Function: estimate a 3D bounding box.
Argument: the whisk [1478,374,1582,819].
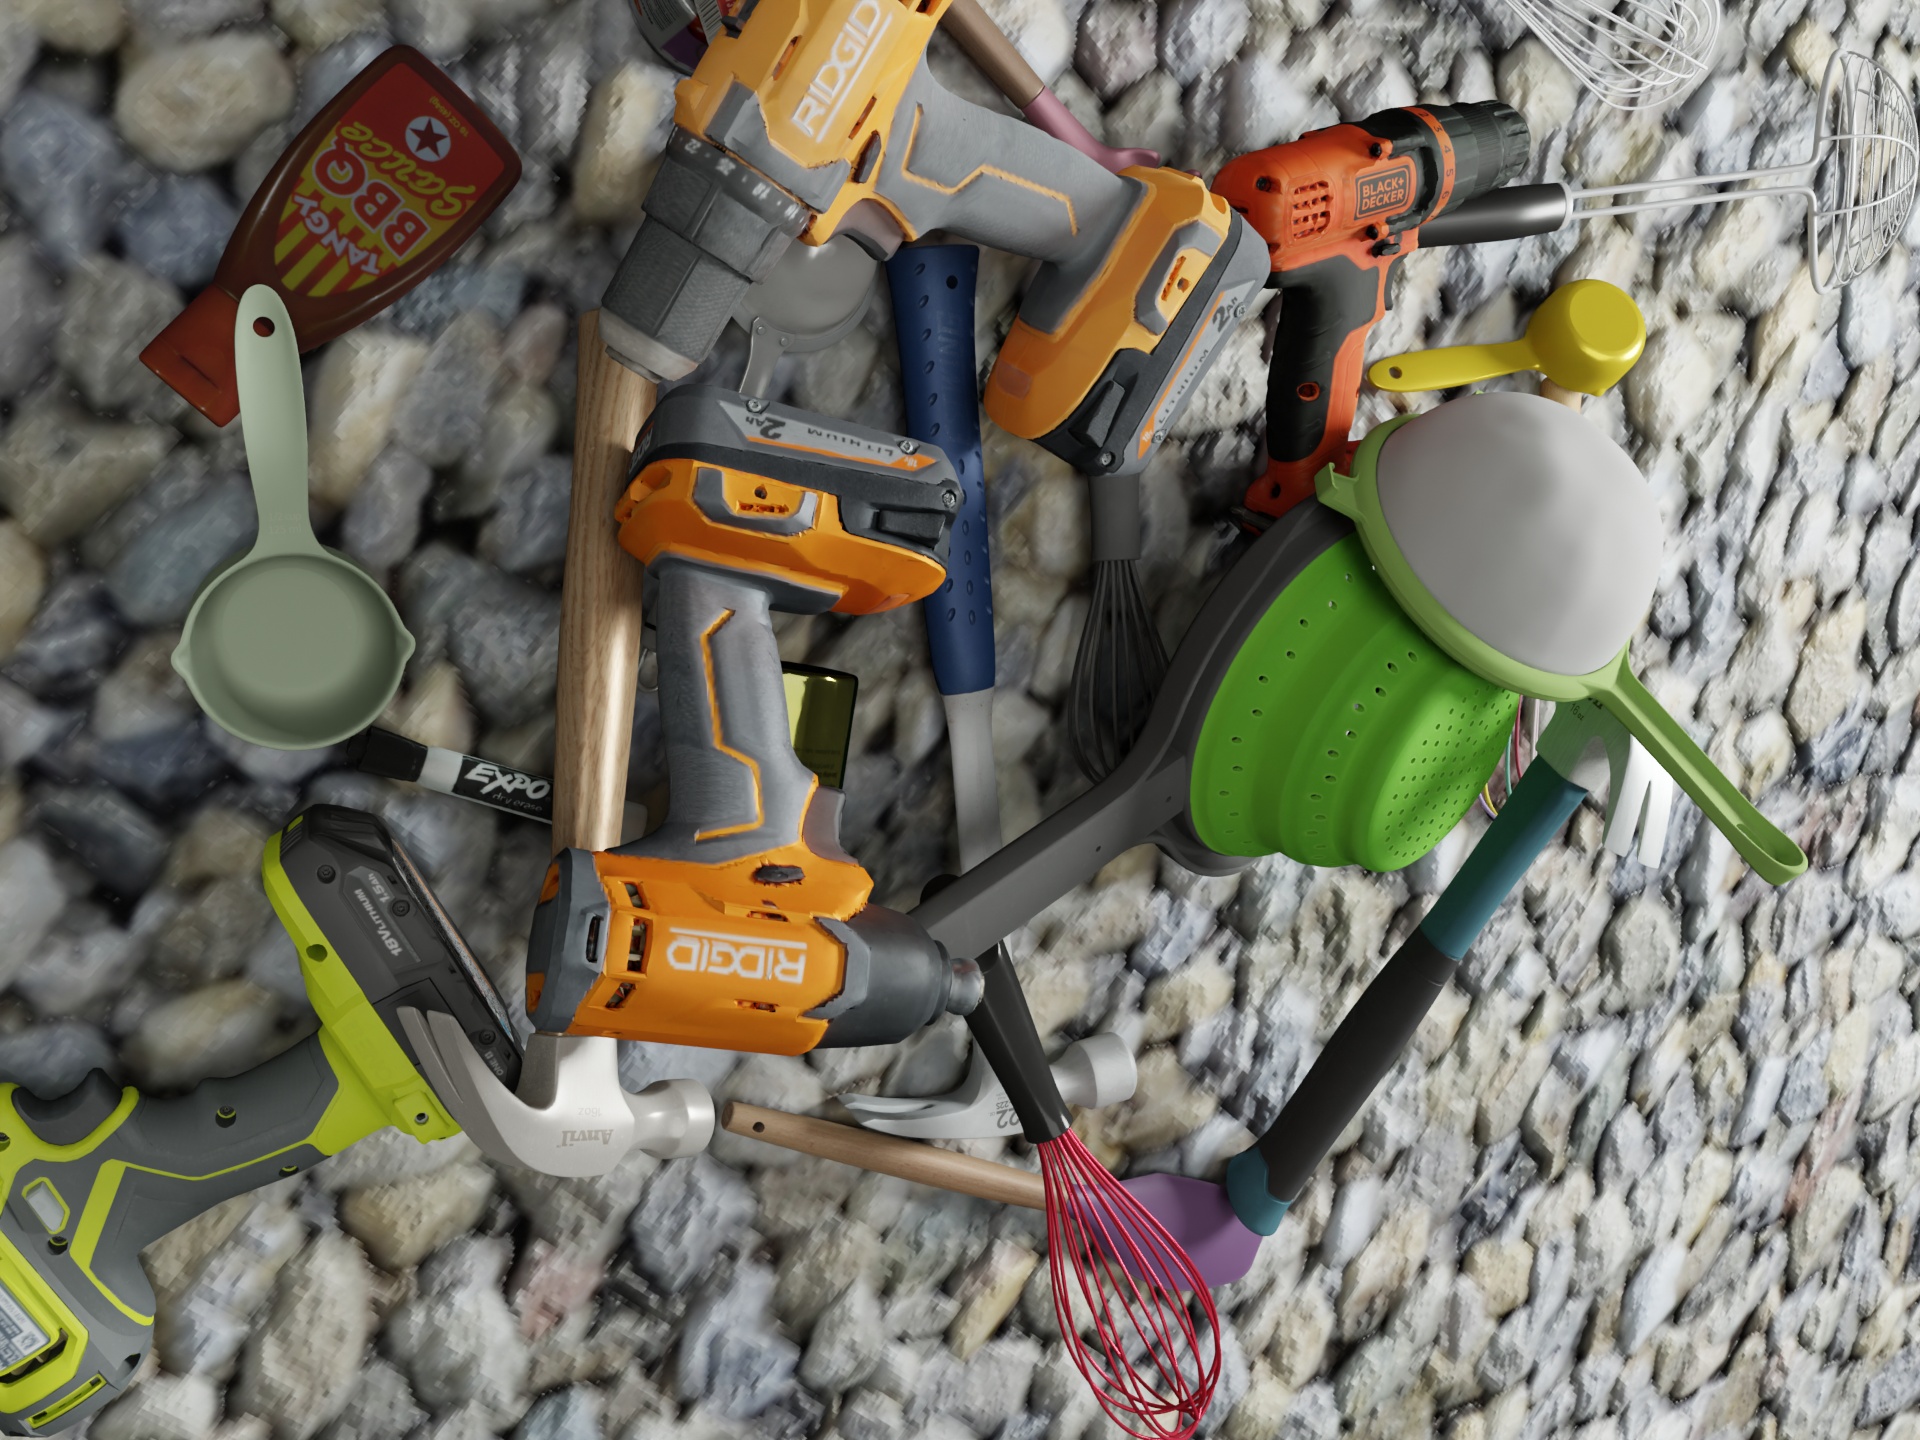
[{"bbox_3d":[0.313,-0.060,0.845,0.051,0.047,0.245,2,94,-23],"label":"whisk"}]

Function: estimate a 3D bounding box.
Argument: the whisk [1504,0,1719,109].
[{"bbox_3d":[0.251,-0.372,0.764,0.284,0.070,0.070,17,91,-20],"label":"whisk"}]

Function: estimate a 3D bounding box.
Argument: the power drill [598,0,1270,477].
[{"bbox_3d":[-0.011,-0.174,0.600,0.226,0.084,0.185,27,101,-36],"label":"power drill"}]

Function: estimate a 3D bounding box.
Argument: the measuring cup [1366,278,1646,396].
[{"bbox_3d":[0.279,-0.190,0.807,0.156,0.029,0.062,-13,75,-17],"label":"measuring cup"}]

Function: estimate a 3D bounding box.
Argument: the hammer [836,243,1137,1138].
[{"bbox_3d":[-0.001,-0.002,0.715,0.144,0.035,0.405,-10,102,-23],"label":"hammer"}]

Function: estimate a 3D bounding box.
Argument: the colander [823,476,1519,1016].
[{"bbox_3d":[0.121,0.039,0.682,0.397,0.095,0.204,-32,139,-27],"label":"colander"}]

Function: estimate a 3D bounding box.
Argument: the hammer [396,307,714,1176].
[{"bbox_3d":[-0.142,0.004,0.608,0.130,0.031,0.331,12,77,-52],"label":"hammer"}]

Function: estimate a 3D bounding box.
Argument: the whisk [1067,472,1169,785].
[{"bbox_3d":[0.074,-0.076,0.734,0.055,0.055,0.239,-5,95,-24],"label":"whisk"}]

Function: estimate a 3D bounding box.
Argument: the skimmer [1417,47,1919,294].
[{"bbox_3d":[0.351,-0.275,0.836,0.363,0.090,0.127,-10,108,-12],"label":"skimmer"}]

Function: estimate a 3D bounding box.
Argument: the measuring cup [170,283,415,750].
[{"bbox_3d":[-0.248,-0.073,0.581,0.083,0.038,0.167,-6,108,-24],"label":"measuring cup"}]

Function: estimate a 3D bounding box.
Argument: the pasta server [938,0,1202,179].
[{"bbox_3d":[0.016,-0.288,0.677,0.316,0.040,0.060,42,80,-22],"label":"pasta server"}]

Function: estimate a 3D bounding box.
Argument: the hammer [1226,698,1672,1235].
[{"bbox_3d":[0.223,0.116,0.767,0.033,0.128,0.331,20,112,-23],"label":"hammer"}]

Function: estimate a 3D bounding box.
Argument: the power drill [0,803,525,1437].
[{"bbox_3d":[-0.292,0.134,0.585,0.223,0.080,0.171,-31,110,-13],"label":"power drill"}]

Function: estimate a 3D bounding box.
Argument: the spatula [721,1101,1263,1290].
[{"bbox_3d":[0.027,0.229,0.774,0.315,0.018,0.060,22,89,-26],"label":"spatula"}]

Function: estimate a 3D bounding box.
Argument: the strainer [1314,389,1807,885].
[{"bbox_3d":[0.276,-0.047,0.662,0.151,0.069,0.256,-28,74,-40],"label":"strainer"}]

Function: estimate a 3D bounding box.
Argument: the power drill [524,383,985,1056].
[{"bbox_3d":[-0.060,0.008,0.583,0.164,0.084,0.227,11,75,-22],"label":"power drill"}]

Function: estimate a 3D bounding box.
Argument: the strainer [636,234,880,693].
[{"bbox_3d":[-0.085,-0.132,0.657,0.086,0.050,0.258,17,94,-40],"label":"strainer"}]

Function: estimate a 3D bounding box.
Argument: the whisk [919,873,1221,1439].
[{"bbox_3d":[0.048,0.201,0.720,0.073,0.073,0.295,-28,102,-18],"label":"whisk"}]
